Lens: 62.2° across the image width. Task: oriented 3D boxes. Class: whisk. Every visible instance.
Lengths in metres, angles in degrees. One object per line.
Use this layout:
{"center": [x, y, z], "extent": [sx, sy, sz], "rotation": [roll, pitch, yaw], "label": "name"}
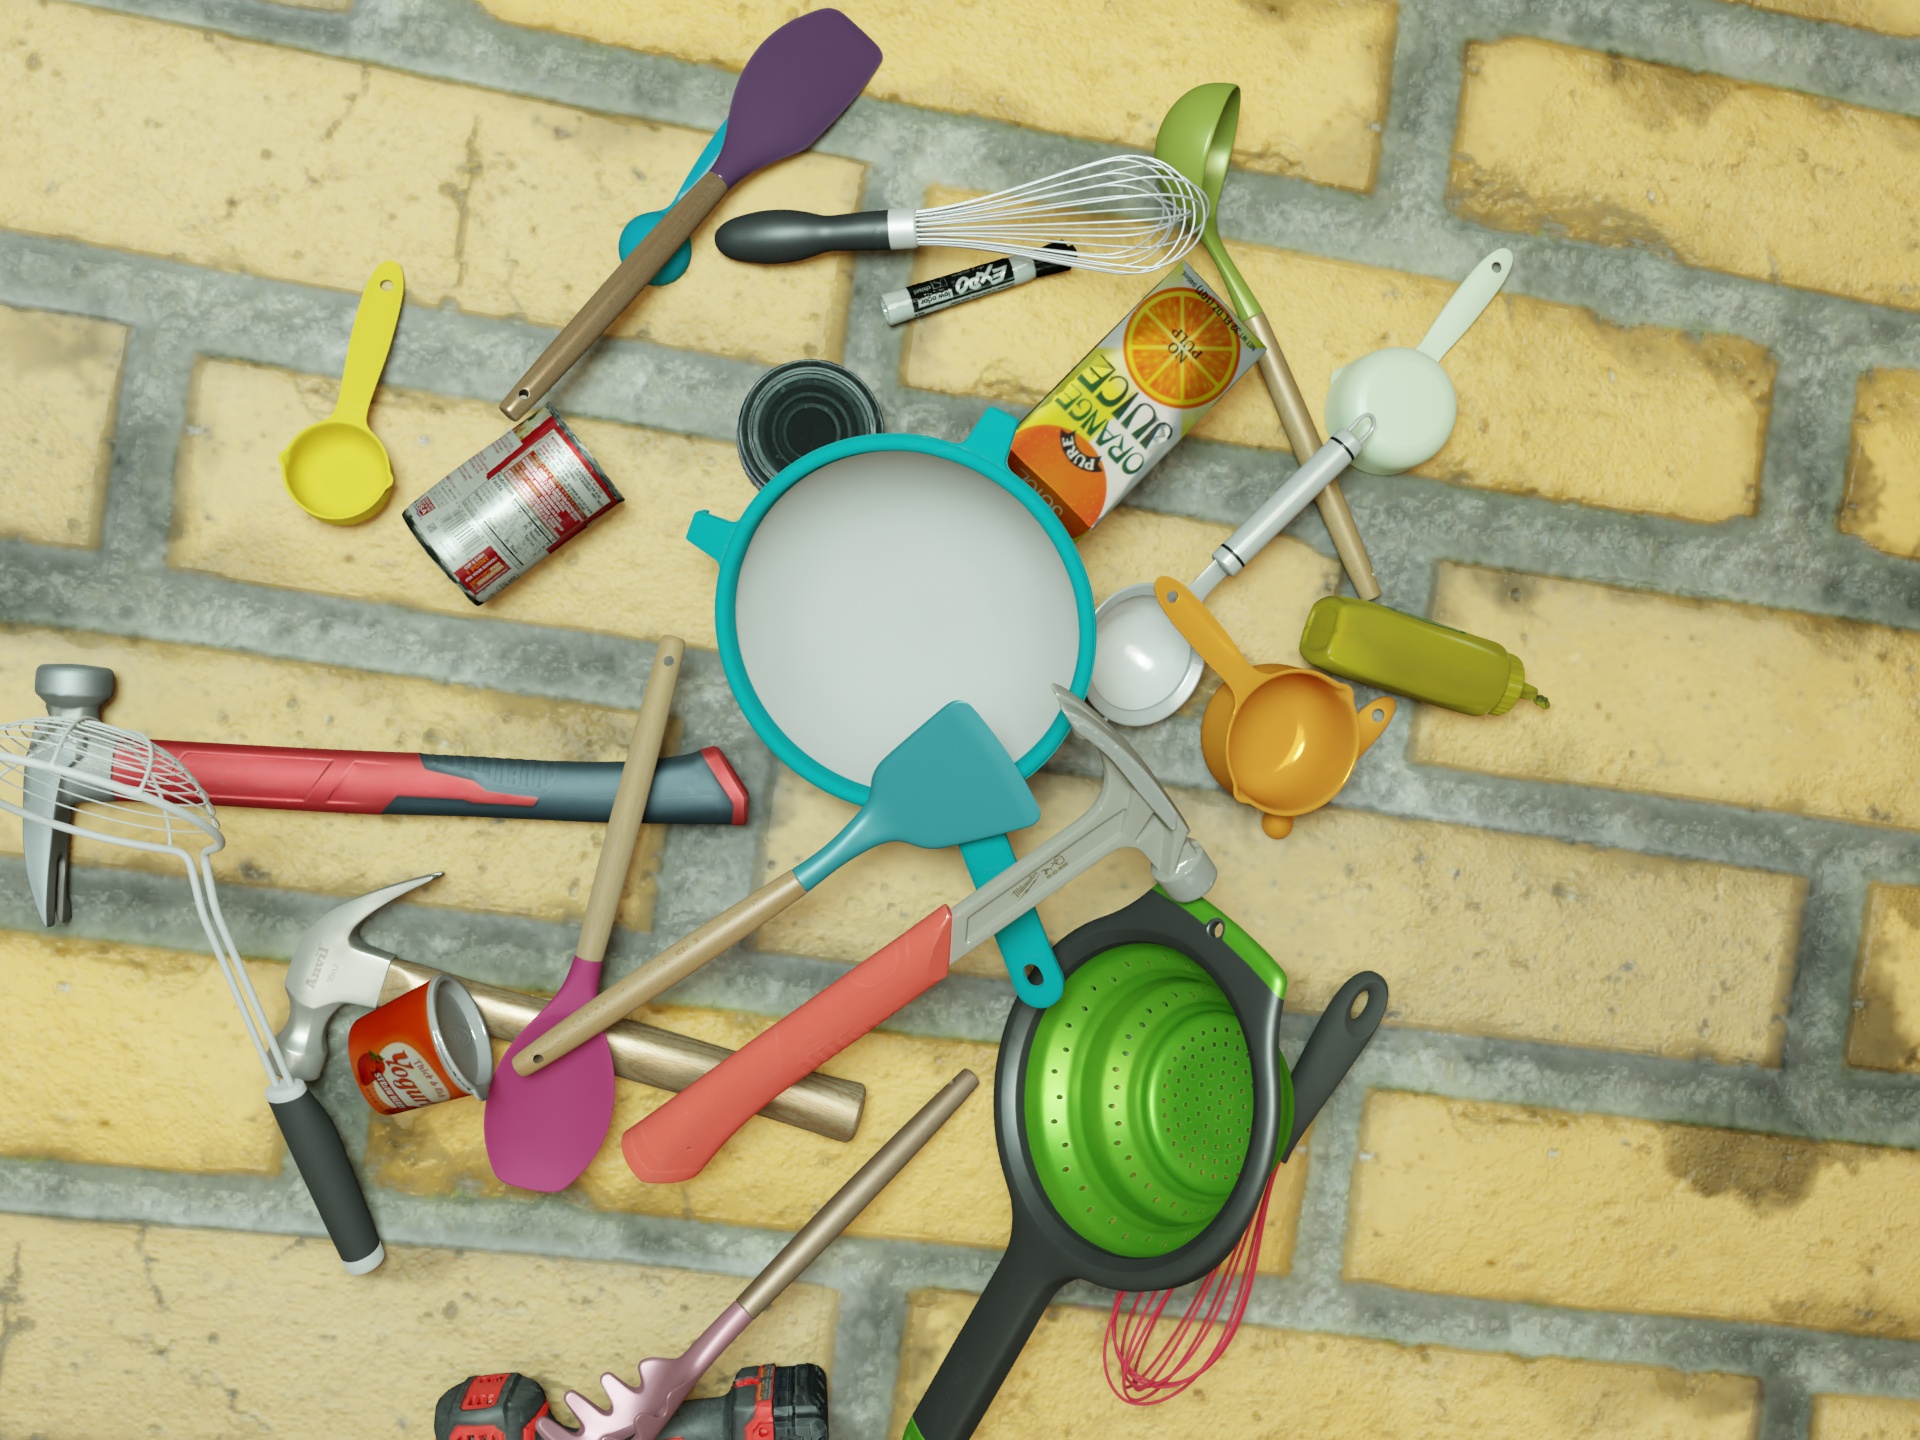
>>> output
{"center": [-0.001, -0.284, 0.909], "extent": [0.284, 0.070, 0.070], "rotation": [-2, 91, 4], "label": "whisk"}
{"center": [0.176, 0.277, 0.957], "extent": [0.073, 0.073, 0.296], "rotation": [36, 79, -7], "label": "whisk"}

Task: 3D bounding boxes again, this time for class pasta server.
{"center": [-0.105, 0.304, 0.888], "extent": [0.316, 0.060, 0.040], "rotation": [-42, 112, -23], "label": "pasta server"}

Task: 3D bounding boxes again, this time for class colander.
{"center": [0.084, 0.286, 0.922], "extent": [0.094, 0.205, 0.397], "rotation": [16, 107, -41], "label": "colander"}

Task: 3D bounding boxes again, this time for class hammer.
{"center": [-0.314, 0.051, 0.893], "extent": [0.386, 0.038, 0.143], "rotation": [3, 91, -8], "label": "hammer"}
{"center": [-0.214, 0.179, 0.912], "extent": [0.331, 0.031, 0.130], "rotation": [17, 89, -8], "label": "hammer"}
{"center": [-0.043, 0.134, 0.857], "extent": [0.359, 0.037, 0.149], "rotation": [-36, 120, 9], "label": "hammer"}

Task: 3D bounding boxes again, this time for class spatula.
{"center": [-0.109, 0.103, 0.862], "extent": [0.317, 0.044, 0.082], "rotation": [-34, 105, -2], "label": "spatula"}
{"center": [-0.155, -0.289, 0.901], "extent": [0.059, 0.018, 0.316], "rotation": [39, 76, -10], "label": "spatula"}

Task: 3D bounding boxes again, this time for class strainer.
{"center": [-0.001, -0.003, 0.907], "extent": [0.211, 0.095, 0.340], "rotation": [-17, 105, 17], "label": "strainer"}
{"center": [0.152, -0.088, 0.941], "extent": [0.258, 0.050, 0.086], "rotation": [-44, 117, 1], "label": "strainer"}

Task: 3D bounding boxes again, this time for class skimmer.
{"center": [-0.389, 0.157, 0.811], "extent": [0.127, 0.090, 0.363], "rotation": [-2, 115, 28], "label": "skimmer"}

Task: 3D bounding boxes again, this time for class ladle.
{"center": [0.197, -0.222, 0.953], "extent": [0.062, 0.078, 0.320], "rotation": [-21, 99, 25], "label": "ladle"}

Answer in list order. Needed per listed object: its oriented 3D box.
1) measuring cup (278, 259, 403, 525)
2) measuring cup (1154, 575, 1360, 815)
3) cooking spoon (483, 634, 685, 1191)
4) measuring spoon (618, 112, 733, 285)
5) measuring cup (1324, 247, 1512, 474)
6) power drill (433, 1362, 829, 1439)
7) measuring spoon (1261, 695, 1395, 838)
{"center": [-0.338, -0.184, 0.898], "extent": [0.062, 0.029, 0.156], "rotation": [12, 77, -8], "label": "measuring cup"}
{"center": [0.160, -0.021, 0.937], "extent": [0.095, 0.052, 0.173], "rotation": [-44, 106, -6], "label": "measuring cup"}
{"center": [-0.199, 0.107, 0.883], "extent": [0.068, 0.017, 0.319], "rotation": [15, 92, -9], "label": "cooking spoon"}
{"center": [-0.152, -0.309, 0.918], "extent": [0.042, 0.021, 0.128], "rotation": [35, 87, -7], "label": "measuring spoon"}
{"center": [0.292, -0.226, 0.972], "extent": [0.083, 0.038, 0.167], "rotation": [38, 88, -7], "label": "measuring cup"}
{"center": [-0.183, 0.442, 0.899], "extent": [0.219, 0.078, 0.143], "rotation": [-2, 90, -5], "label": "power drill"}
{"center": [0.229, 0.028, 0.980], "extent": [0.021, 0.011, 0.117], "rotation": [44, 85, -6], "label": "measuring spoon"}
